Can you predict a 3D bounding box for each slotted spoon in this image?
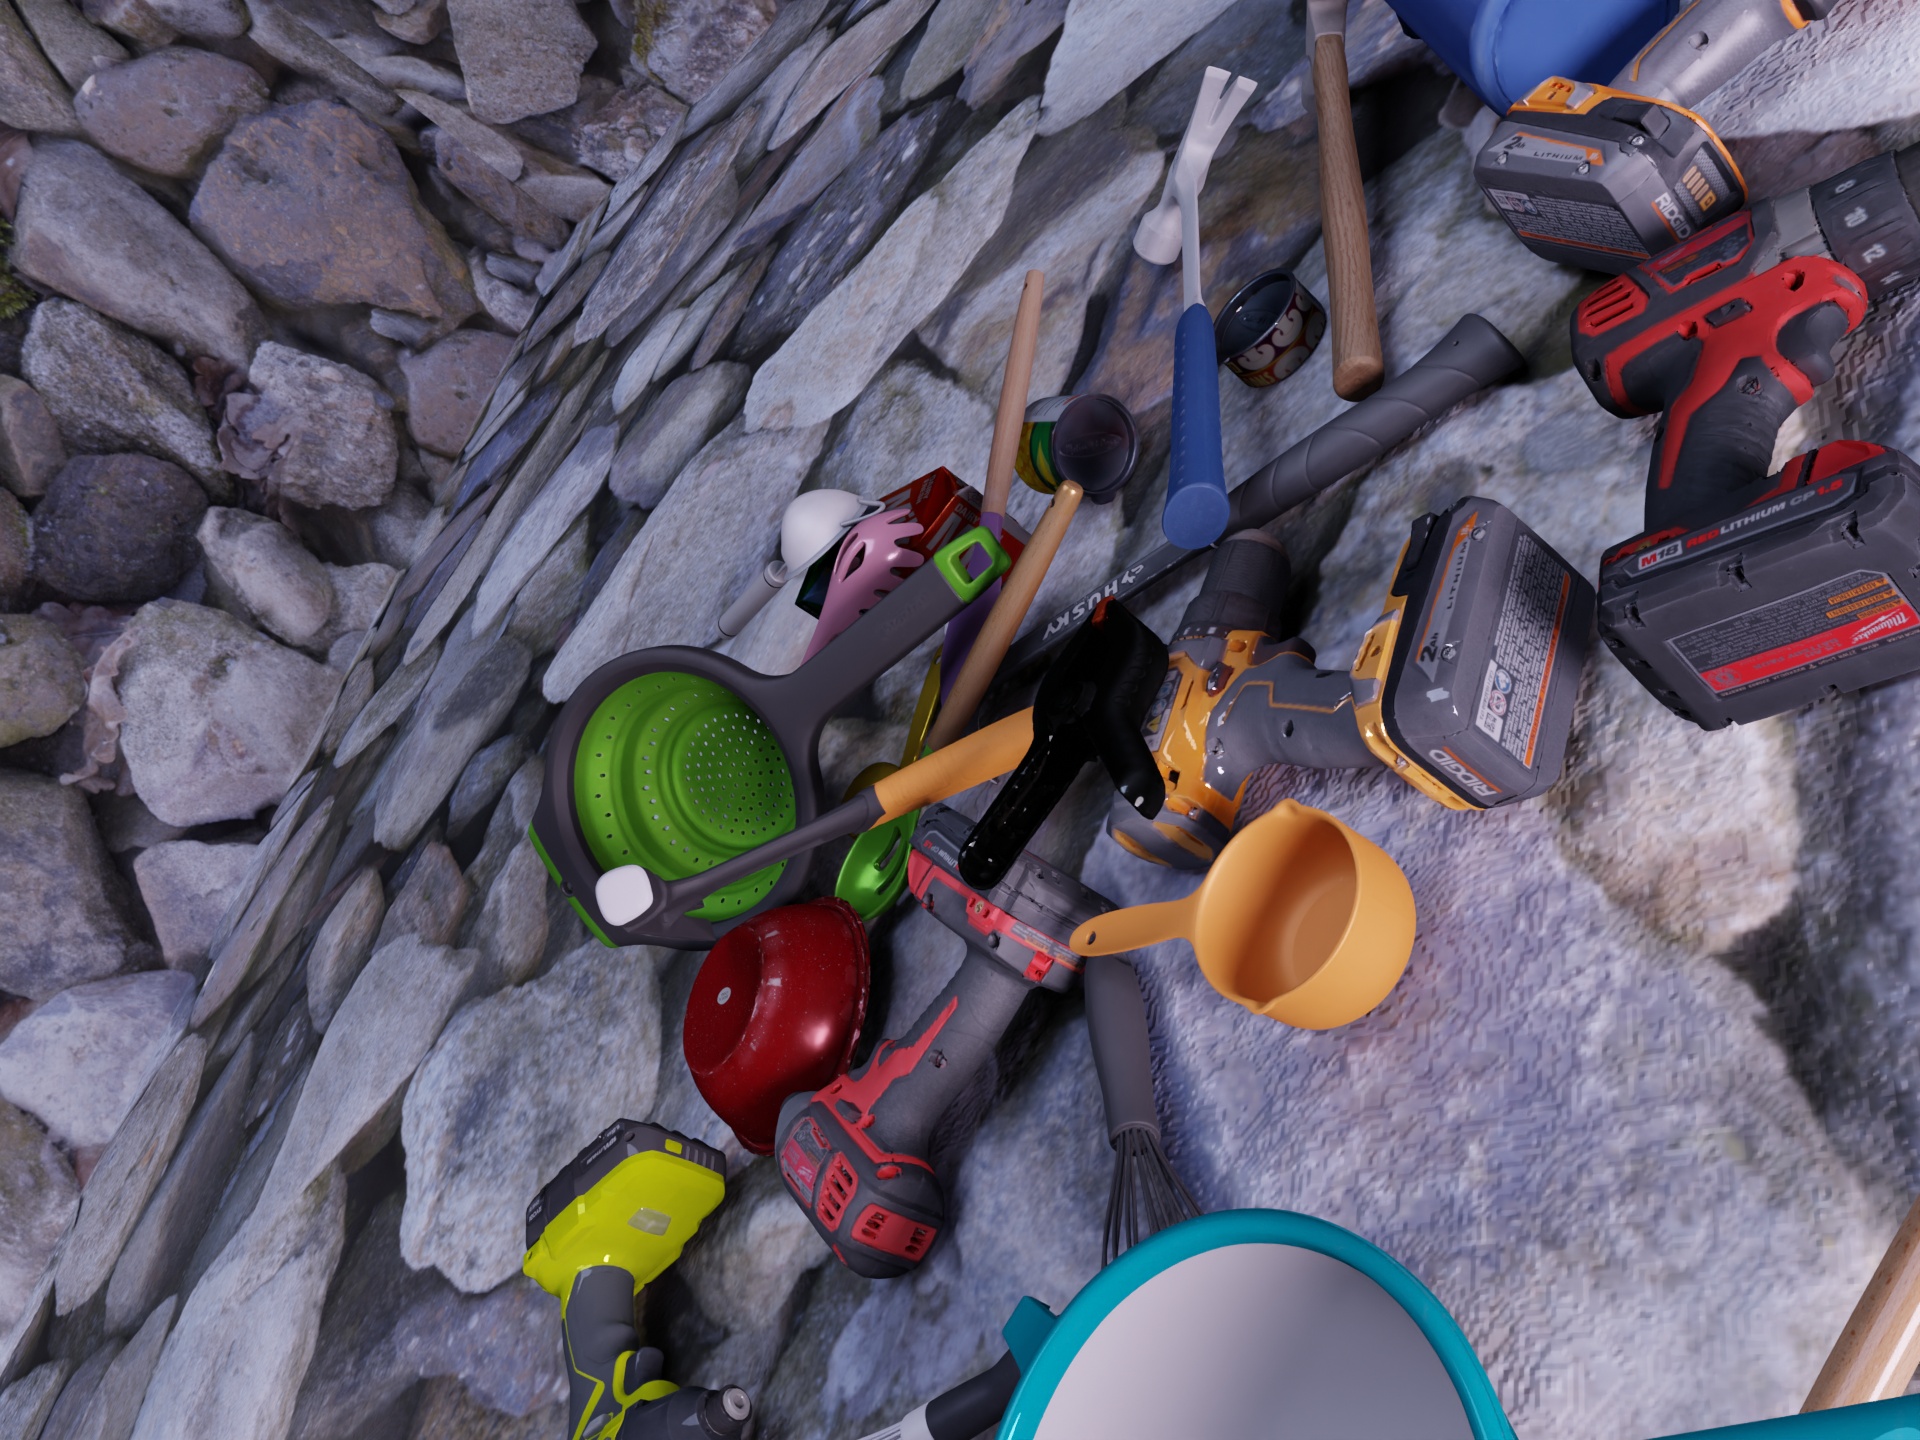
[{"bbox_3d":[-0.001,-0.003,0.930,0.313,0.031,0.070,-63,29,27],"label":"slotted spoon"}]

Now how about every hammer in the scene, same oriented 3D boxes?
[{"bbox_3d":[0.132,-0.100,0.906,0.409,0.036,0.149,-33,37,35],"label":"hammer"},{"bbox_3d":[0.141,-0.251,0.957,0.406,0.035,0.144,-83,11,-45],"label":"hammer"},{"bbox_3d":[-0.030,0.042,0.887,0.337,0.127,0.034,-25,74,8],"label":"hammer"},{"bbox_3d":[0.226,-0.326,0.947,0.031,0.129,0.332,-2,58,10],"label":"hammer"}]

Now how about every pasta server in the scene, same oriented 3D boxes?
[{"bbox_3d":[-0.109,-0.012,1.114,0.060,0.040,0.316,56,129,42],"label":"pasta server"}]

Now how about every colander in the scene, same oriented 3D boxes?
[{"bbox_3d":[-0.111,0.000,1.049,0.397,0.204,0.094,-37,-4,22],"label":"colander"}]

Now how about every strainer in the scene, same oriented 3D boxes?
[{"bbox_3d":[-0.134,-0.112,1.171,0.258,0.050,0.087,-36,17,52],"label":"strainer"},{"bbox_3d":[0.150,0.245,0.465,0.340,0.095,0.211,-30,40,35],"label":"strainer"}]

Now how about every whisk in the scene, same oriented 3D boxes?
[{"bbox_3d":[-0.038,0.329,0.705,0.284,0.070,0.070,-39,33,20],"label":"whisk"},{"bbox_3d":[0.079,0.181,0.692,0.055,0.055,0.239,-42,27,23],"label":"whisk"}]

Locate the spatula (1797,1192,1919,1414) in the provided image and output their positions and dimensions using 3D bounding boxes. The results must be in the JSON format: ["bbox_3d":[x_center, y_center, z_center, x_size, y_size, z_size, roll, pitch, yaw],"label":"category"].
[{"bbox_3d":[0.283,0.142,0.444,0.317,0.044,0.082,-61,29,0],"label":"spatula"}]

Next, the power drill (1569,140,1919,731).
[{"bbox_3d":[0.326,-0.124,0.599,0.188,0.080,0.227,-26,38,42],"label":"power drill"}]

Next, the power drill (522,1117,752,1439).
[{"bbox_3d":[-0.181,0.344,0.886,0.171,0.080,0.223,-45,34,21],"label":"power drill"}]

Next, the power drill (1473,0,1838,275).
[{"bbox_3d":[0.366,-0.313,0.728,0.226,0.084,0.164,-49,30,5],"label":"power drill"}]

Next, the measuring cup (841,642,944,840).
[{"bbox_3d":[-0.041,0.011,1.056,0.062,0.029,0.157,-13,53,51],"label":"measuring cup"}]

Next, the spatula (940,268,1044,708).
[{"bbox_3d":[0.023,-0.153,1.022,0.060,0.018,0.316,-18,57,55],"label":"spatula"}]

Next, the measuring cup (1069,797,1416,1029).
[{"bbox_3d":[0.122,0.095,0.701,0.173,0.052,0.095,-20,50,50],"label":"measuring cup"}]

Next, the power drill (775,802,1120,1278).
[{"bbox_3d":[-0.021,0.163,0.831,0.219,0.078,0.143,-60,29,-2],"label":"power drill"}]

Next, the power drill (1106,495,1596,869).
[{"bbox_3d":[0.172,-0.031,0.735,0.226,0.084,0.185,-18,44,54],"label":"power drill"}]
